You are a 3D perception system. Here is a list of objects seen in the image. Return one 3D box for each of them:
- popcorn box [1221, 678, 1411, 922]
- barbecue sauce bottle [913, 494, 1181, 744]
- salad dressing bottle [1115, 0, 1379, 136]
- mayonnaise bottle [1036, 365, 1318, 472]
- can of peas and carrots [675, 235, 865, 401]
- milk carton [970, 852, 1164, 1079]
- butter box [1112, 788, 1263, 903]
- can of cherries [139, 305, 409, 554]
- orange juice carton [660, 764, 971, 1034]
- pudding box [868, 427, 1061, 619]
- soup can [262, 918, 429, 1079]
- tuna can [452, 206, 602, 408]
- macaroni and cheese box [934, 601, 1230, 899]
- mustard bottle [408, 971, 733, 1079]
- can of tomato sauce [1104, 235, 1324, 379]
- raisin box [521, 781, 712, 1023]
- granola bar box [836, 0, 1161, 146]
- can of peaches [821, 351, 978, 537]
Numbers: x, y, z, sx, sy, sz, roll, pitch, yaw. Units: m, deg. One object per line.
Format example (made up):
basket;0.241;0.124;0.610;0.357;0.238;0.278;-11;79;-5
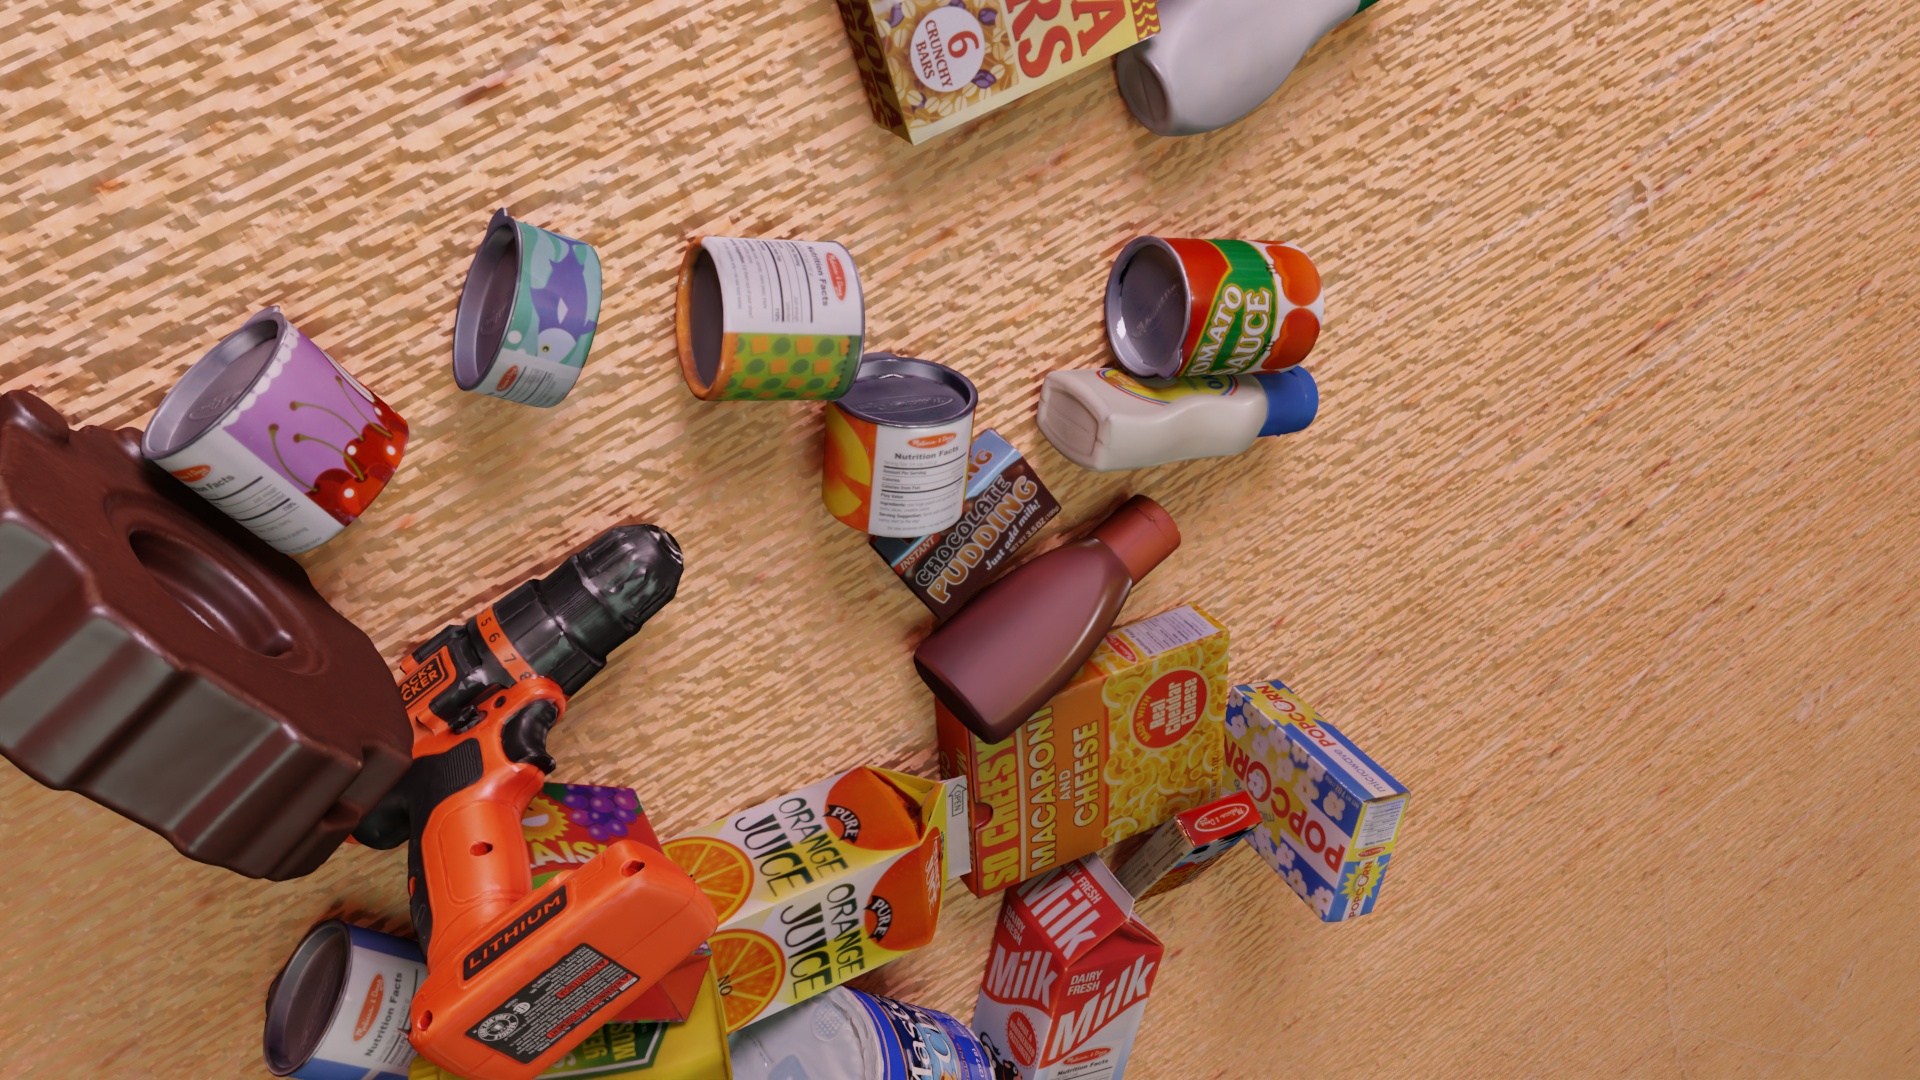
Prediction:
popcorn box;0.201;0.151;0.821;0.038;0.127;0.084;-4;117;-25
barbecue sauce bottle;0.049;0.035;0.711;0.149;0.065;0.043;-40;155;-16
salad dressing bottle;0.141;-0.236;0.627;0.148;0.044;0.064;-33;126;-13
mayonnaise bottle;0.114;-0.066;0.694;0.148;0.065;0.041;-9;123;-31
can of peas and carrots;-0.079;-0.088;0.564;0.059;0.071;0.070;-4;117;-29
milk carton;0.063;0.271;0.840;0.073;0.072;0.189;-2;117;-30
butter box;0.135;0.186;0.836;0.053;0.024;0.103;-13;152;-26
can of cherries;-0.241;-0.040;0.495;0.071;0.072;0.058;-43;129;-3
orange juice carton;-0.080;0.178;0.703;0.193;0.073;0.071;-18;123;-22
pudding box;0.002;-0.008;0.677;0.084;0.030;0.049;-43;128;-4
soup can;-0.257;0.213;0.625;0.083;0.071;0.071;33;96;-39
tuna can;-0.161;-0.086;0.517;0.033;0.071;0.071;13;108;-36
macaroni and cheese box;0.071;0.117;0.780;0.167;0.040;0.123;-17;123;-22
mustard bottle;-0.180;0.229;0.593;0.160;0.065;0.048;-10;125;-13
can of tomato sauce;0.123;-0.111;0.667;0.083;0.071;0.071;-5;118;-29
raisin box;-0.170;0.154;0.604;0.086;0.124;0.040;11;110;-34
granola bar box;0.003;-0.256;0.536;0.124;0.039;0.164;-29;126;-14
can of peaches;-0.028;-0.043;0.617;0.071;0.071;0.057;-11;126;-25
